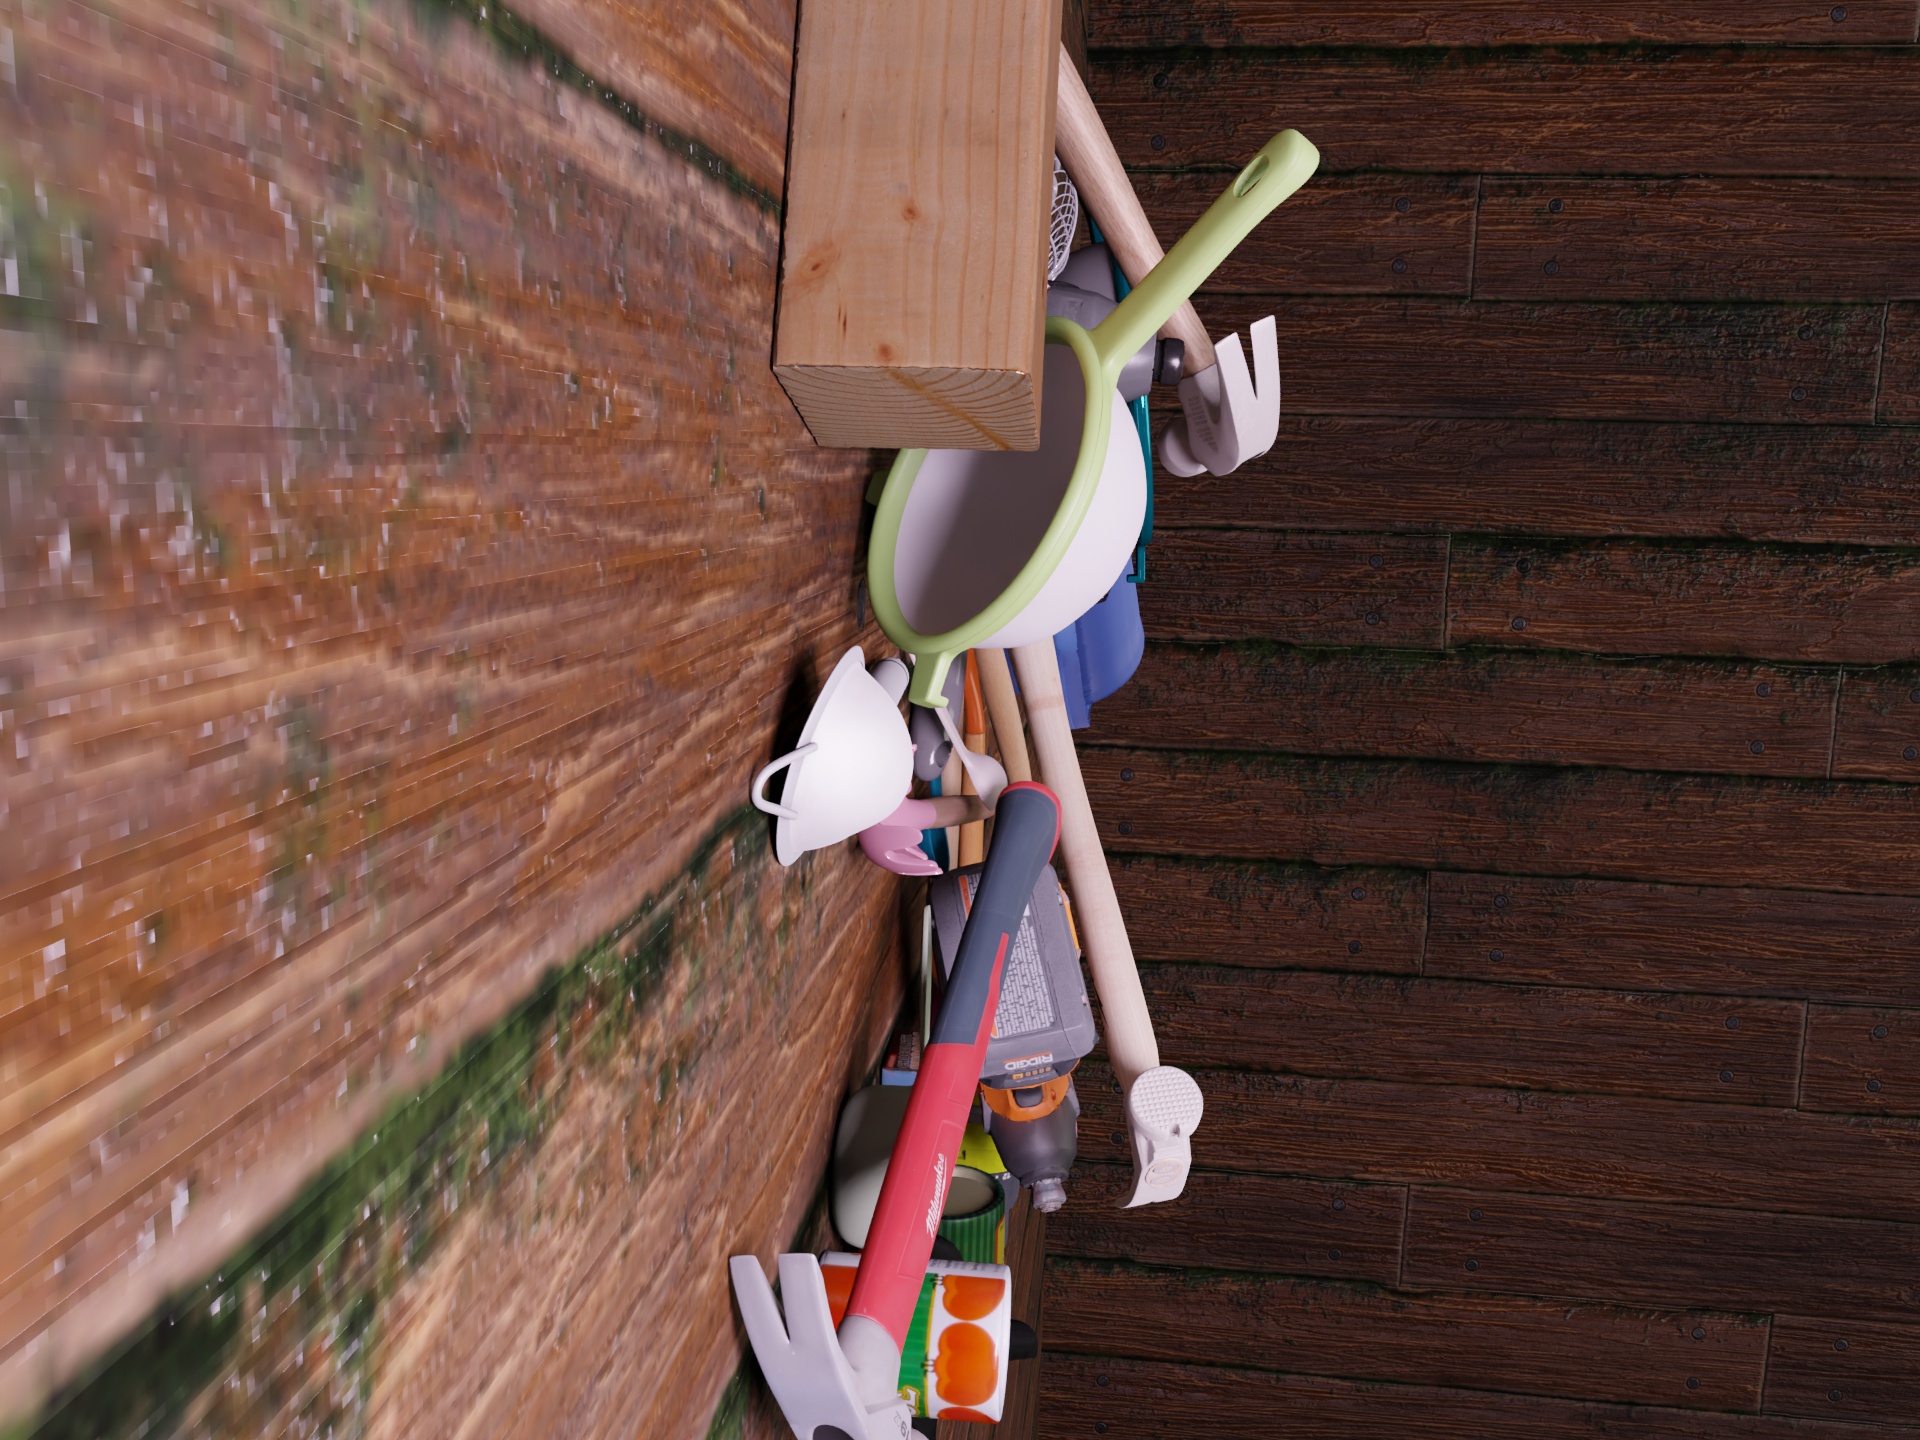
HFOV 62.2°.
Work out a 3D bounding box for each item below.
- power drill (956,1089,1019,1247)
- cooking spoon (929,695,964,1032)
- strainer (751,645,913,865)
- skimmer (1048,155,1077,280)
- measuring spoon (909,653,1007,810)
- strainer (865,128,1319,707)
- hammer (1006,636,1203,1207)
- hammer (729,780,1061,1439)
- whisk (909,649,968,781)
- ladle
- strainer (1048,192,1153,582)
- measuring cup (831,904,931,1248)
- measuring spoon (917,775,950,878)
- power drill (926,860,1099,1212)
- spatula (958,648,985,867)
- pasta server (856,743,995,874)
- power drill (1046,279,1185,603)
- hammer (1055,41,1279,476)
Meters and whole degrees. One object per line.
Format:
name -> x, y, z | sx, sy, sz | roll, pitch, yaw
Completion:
power drill -> 0.028, 0.283, 1.204 | 0.228, 0.080, 0.190 | -32, 124, -79
cooking spoon -> -0.011, 0.102, 1.034 | 0.069, 0.017, 0.319 | -10, 103, -81
strainer -> -0.039, 0.002, 0.660 | 0.258, 0.050, 0.087 | -74, -178, -77
skimmer -> 0.015, -0.410, 1.022 | 0.127, 0.090, 0.364 | 100, -14, -65
measuring spoon -> -0.001, -0.003, 0.880 | 0.034, 0.018, 0.124 | -100, 165, -62
strainer -> 0.062, -0.121, 0.644 | 0.256, 0.069, 0.152 | -45, -142, 28
hammer -> 0.074, 0.088, 0.979 | 0.146, 0.038, 0.411 | 90, -10, -53
hammer -> -0.007, 0.138, 0.707 | 0.387, 0.038, 0.143 | -70, 147, -54
whisk -> -0.003, -0.079, 0.935 | 0.055, 0.055, 0.239 | 74, 24, -71
ladle -> 0.017, -0.025, 0.871 | 0.319, 0.078, 0.062 | 74, 9, -58
strainer -> 0.068, -0.269, 1.101 | 0.210, 0.095, 0.341 | 79, 5, -53
measuring cup -> -0.035, 0.168, 0.761 | 0.083, 0.038, 0.168 | 80, 12, -63
measuring spoon -> -0.023, 0.036, 0.933 | 0.042, 0.021, 0.129 | 64, 18, -52
power drill -> 0.035, 0.191, 0.945 | 0.226, 0.084, 0.164 | 82, -3, -61
spatula -> 0.018, 0.032, 1.170 | 0.081, 0.041, 0.322 | -35, 131, -62
pasta server -> -0.007, 0.048, 0.849 | 0.316, 0.040, 0.060 | 10, 68, -79
power drill -> 0.035, -0.141, 0.803 | 0.219, 0.143, 0.079 | 83, 14, -68
hammer -> 0.060, -0.267, 0.749 | 0.331, 0.031, 0.130 | 61, -10, -10
